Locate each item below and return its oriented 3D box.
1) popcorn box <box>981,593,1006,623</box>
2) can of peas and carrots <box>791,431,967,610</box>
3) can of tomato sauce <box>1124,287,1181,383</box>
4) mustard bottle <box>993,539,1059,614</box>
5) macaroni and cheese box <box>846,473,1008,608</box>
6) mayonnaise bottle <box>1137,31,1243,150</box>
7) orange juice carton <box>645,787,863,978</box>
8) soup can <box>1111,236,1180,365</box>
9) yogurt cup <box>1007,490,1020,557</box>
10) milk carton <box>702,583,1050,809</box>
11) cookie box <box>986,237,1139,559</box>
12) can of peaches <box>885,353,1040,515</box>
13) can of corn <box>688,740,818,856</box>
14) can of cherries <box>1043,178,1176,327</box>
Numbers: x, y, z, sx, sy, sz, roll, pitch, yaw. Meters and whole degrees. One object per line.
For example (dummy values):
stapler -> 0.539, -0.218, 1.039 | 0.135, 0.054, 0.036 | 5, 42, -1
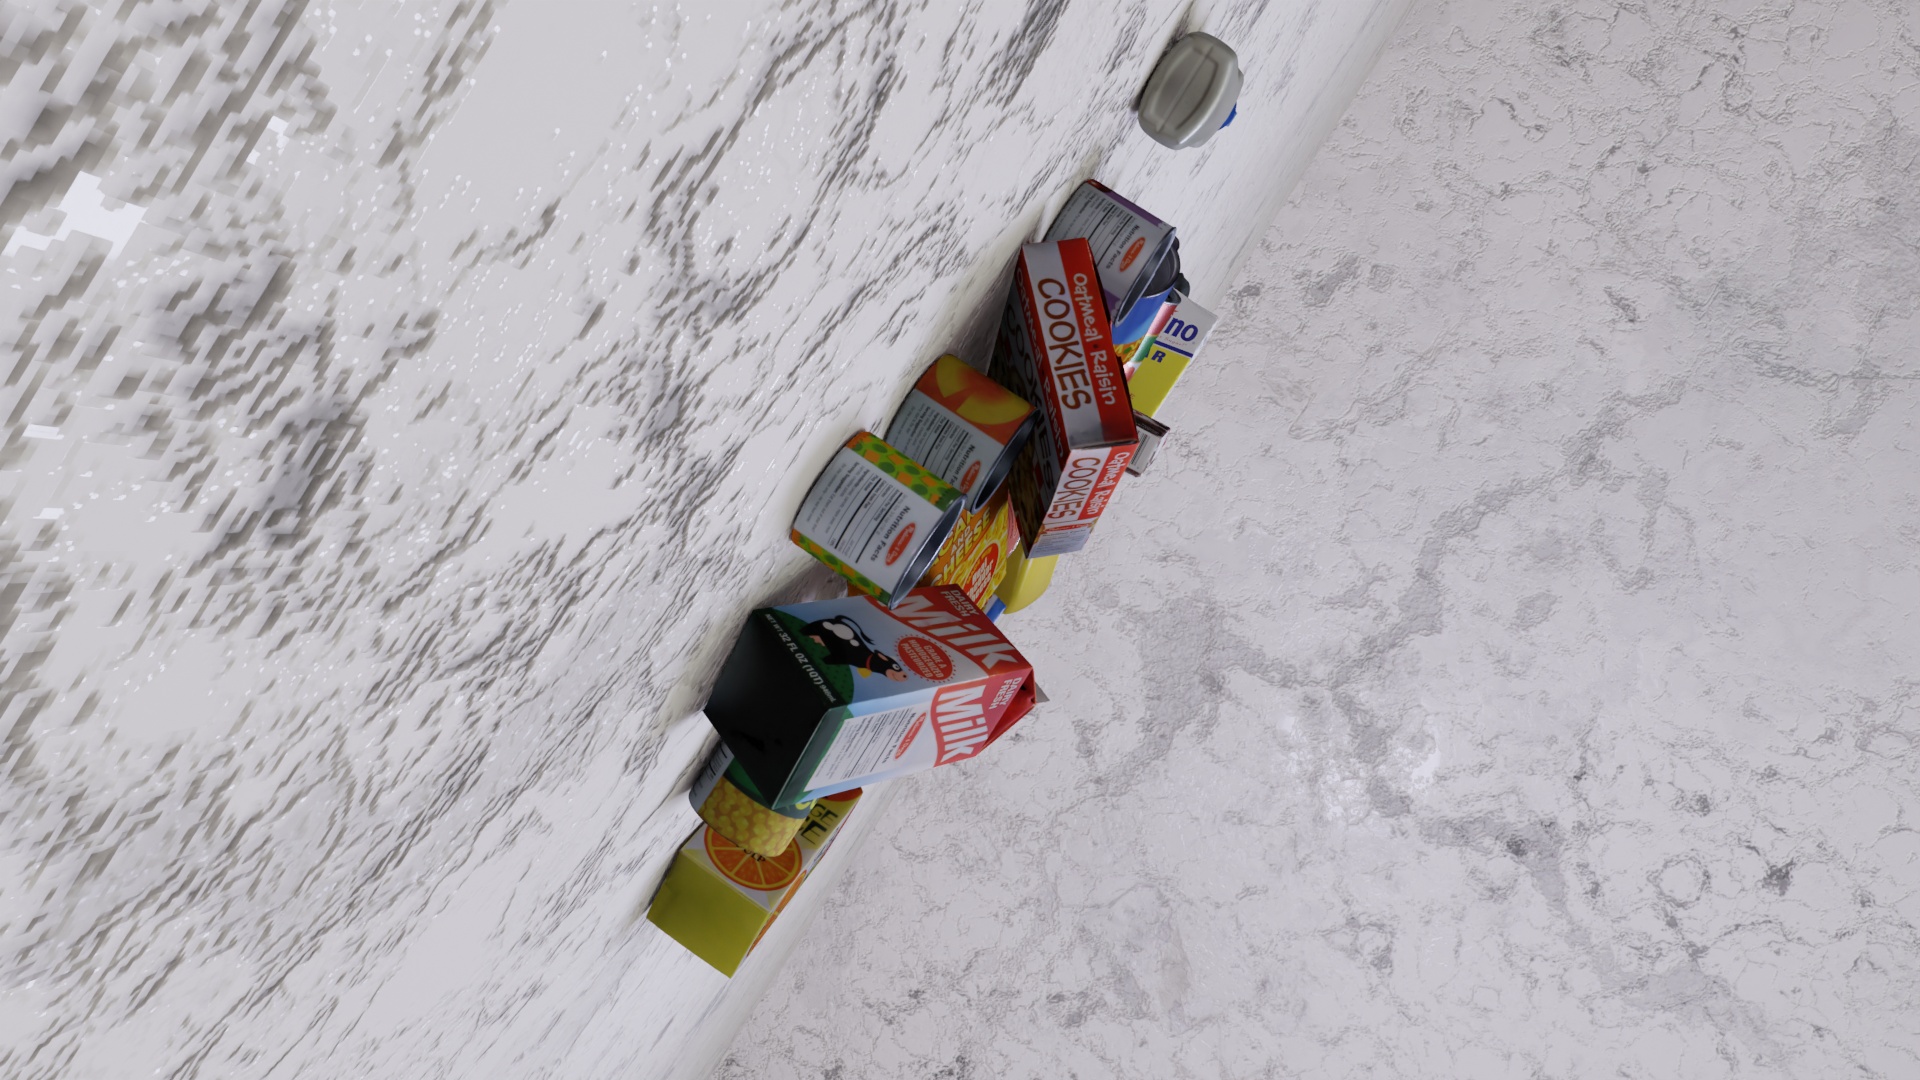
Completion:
popcorn box -> -0.032, 0.068, 0.967 | 0.085, 0.038, 0.126 | -54, -160, -22
can of peas and carrots -> -0.038, -0.010, 0.663 | 0.071, 0.059, 0.071 | -55, 174, -8
can of tomato sauce -> 0.113, -0.160, 1.032 | 0.082, 0.071, 0.071 | -59, 173, 27
mustard bottle -> 0.053, -0.010, 1.088 | 0.049, 0.065, 0.159 | -23, 151, -33
macaroni and cheese box -> -0.016, 0.007, 0.827 | 0.124, 0.040, 0.165 | -53, 159, -31
mayonnaise bottle -> 0.143, -0.267, 0.839 | 0.064, 0.041, 0.148 | -57, 175, 20
orange juice carton -> -0.133, 0.210, 0.982 | 0.071, 0.073, 0.193 | -60, 173, 28
soup can -> 0.102, -0.163, 0.916 | 0.072, 0.071, 0.083 | -53, 173, -30
yogurt cup -> 0.003, -0.012, 0.958 | 0.072, 0.072, 0.054 | -58, 166, 13
milk carton -> -0.032, 0.076, 0.742 | 0.191, 0.072, 0.073 | -5, 133, -47
cookie box -> 0.054, -0.075, 0.791 | 0.166, 0.040, 0.123 | 106, -26, -69
can of peaches -> 0.001, -0.057, 0.731 | 0.071, 0.058, 0.071 | -56, 174, -10
can of corn -> -0.113, 0.142, 0.804 | 0.058, 0.071, 0.071 | -56, 174, 3
can of cherries -> 0.083, -0.166, 0.805 | 0.071, 0.058, 0.071 | -57, 174, -10
